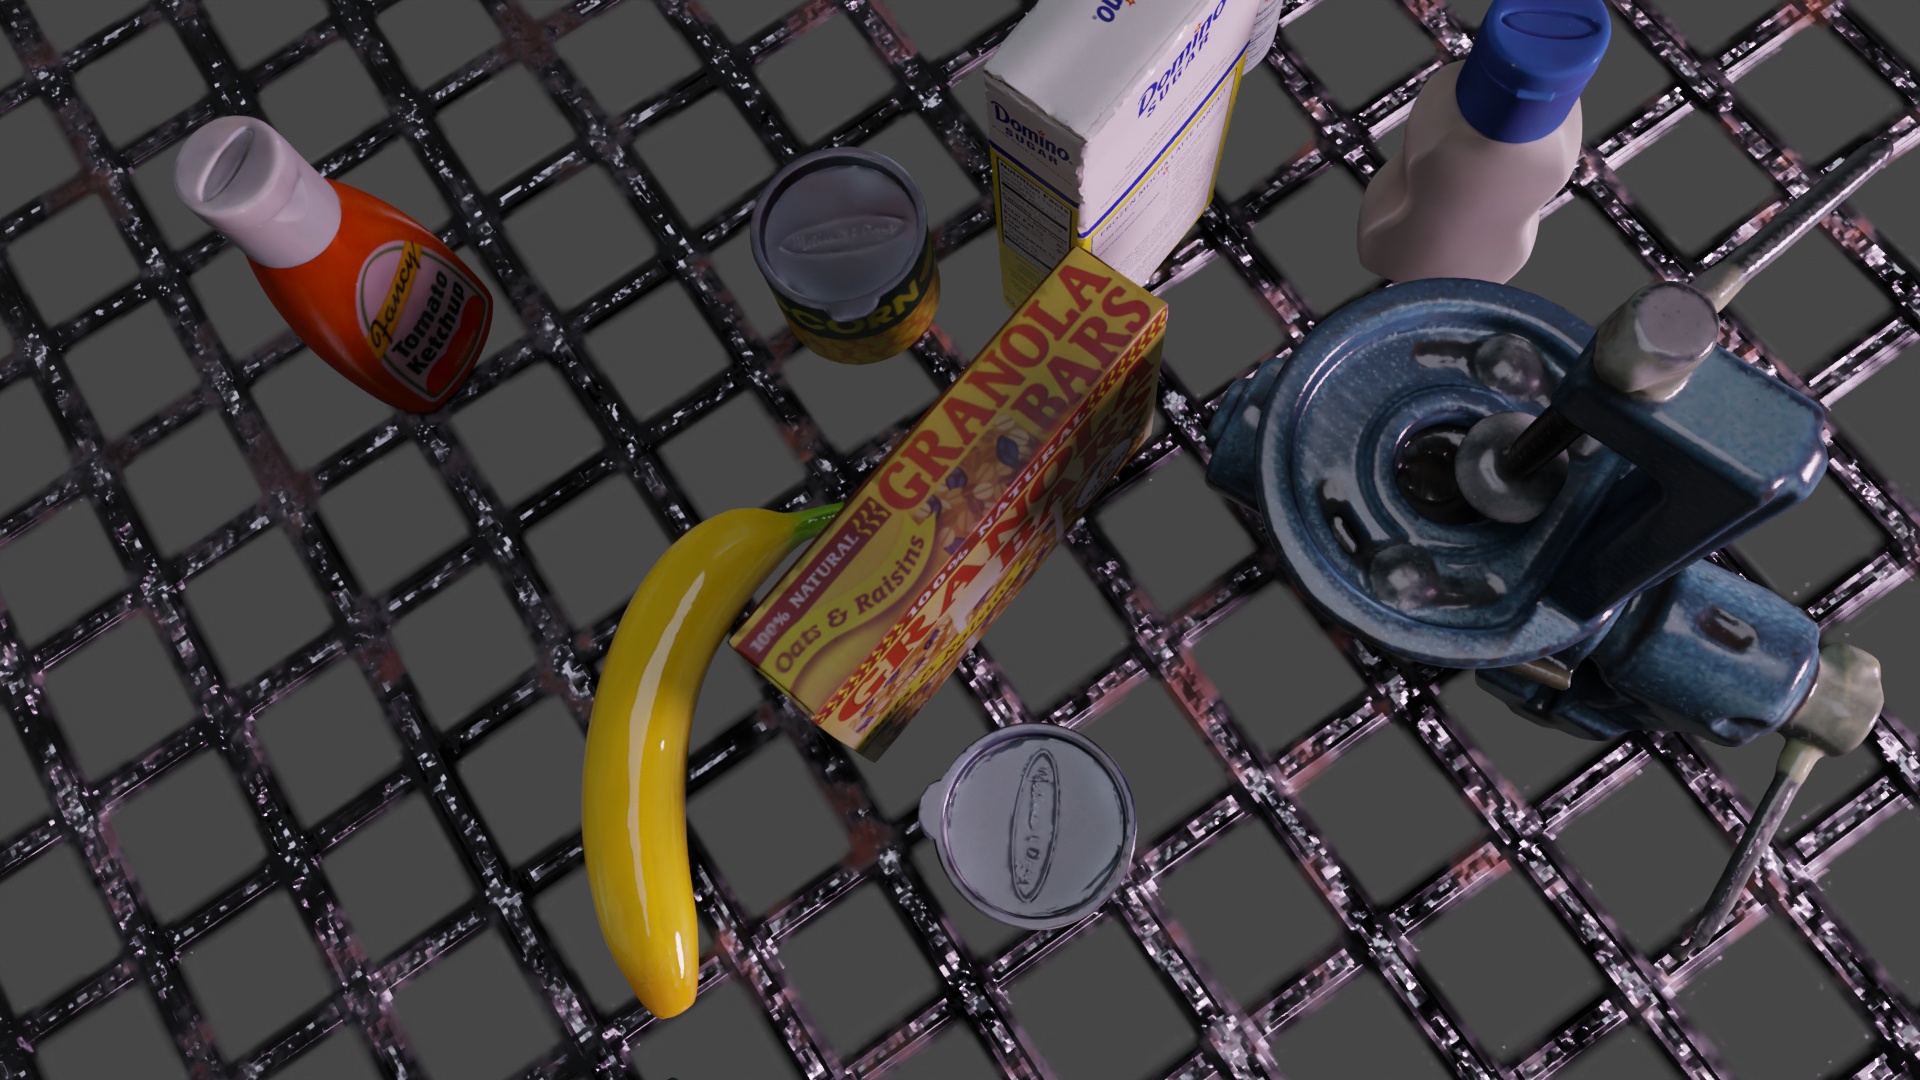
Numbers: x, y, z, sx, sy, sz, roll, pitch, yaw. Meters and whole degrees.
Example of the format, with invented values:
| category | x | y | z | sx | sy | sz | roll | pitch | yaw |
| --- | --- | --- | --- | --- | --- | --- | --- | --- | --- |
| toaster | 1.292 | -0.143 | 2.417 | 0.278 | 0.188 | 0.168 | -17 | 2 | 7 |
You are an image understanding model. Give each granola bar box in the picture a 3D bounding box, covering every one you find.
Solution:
| category | x | y | z | sx | sy | sz | roll | pitch | yaw |
| --- | --- | --- | --- | --- | --- | --- | --- | --- | --- |
| granola bar box | 0.002 | -0.006 | 0.473 | 0.039 | 0.124 | 0.166 | 38 | 81 | 13 |

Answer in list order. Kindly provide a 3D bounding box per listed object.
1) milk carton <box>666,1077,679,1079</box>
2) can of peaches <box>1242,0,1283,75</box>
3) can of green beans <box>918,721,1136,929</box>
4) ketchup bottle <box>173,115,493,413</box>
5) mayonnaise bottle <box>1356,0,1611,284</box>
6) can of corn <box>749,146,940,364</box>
| category | x | y | z | sx | sy | sz | roll | pitch | yaw |
| --- | --- | --- | --- | --- | --- | --- | --- | --- | --- |
| milk carton | -0.093 | 0.211 | 0.387 | 0.073 | 0.190 | 0.072 | 23 | 79 | 11 |
| can of peaches | 0.096 | -0.227 | 0.559 | 0.071 | 0.058 | 0.071 | -1 | 75 | 5 |
| can of green beans | 0.026 | 0.099 | 0.476 | 0.071 | 0.057 | 0.071 | -1 | 75 | 5 |
| ketchup bottle | -0.224 | -0.099 | 0.505 | 0.043 | 0.148 | 0.065 | 21 | 78 | 10 |
| mayonnaise bottle | 0.181 | -0.134 | 0.479 | 0.065 | 0.147 | 0.041 | 10 | 77 | 8 |
| can of corn | -0.042 | -0.106 | 0.538 | 0.071 | 0.058 | 0.071 | -1 | 75 | 5 |
